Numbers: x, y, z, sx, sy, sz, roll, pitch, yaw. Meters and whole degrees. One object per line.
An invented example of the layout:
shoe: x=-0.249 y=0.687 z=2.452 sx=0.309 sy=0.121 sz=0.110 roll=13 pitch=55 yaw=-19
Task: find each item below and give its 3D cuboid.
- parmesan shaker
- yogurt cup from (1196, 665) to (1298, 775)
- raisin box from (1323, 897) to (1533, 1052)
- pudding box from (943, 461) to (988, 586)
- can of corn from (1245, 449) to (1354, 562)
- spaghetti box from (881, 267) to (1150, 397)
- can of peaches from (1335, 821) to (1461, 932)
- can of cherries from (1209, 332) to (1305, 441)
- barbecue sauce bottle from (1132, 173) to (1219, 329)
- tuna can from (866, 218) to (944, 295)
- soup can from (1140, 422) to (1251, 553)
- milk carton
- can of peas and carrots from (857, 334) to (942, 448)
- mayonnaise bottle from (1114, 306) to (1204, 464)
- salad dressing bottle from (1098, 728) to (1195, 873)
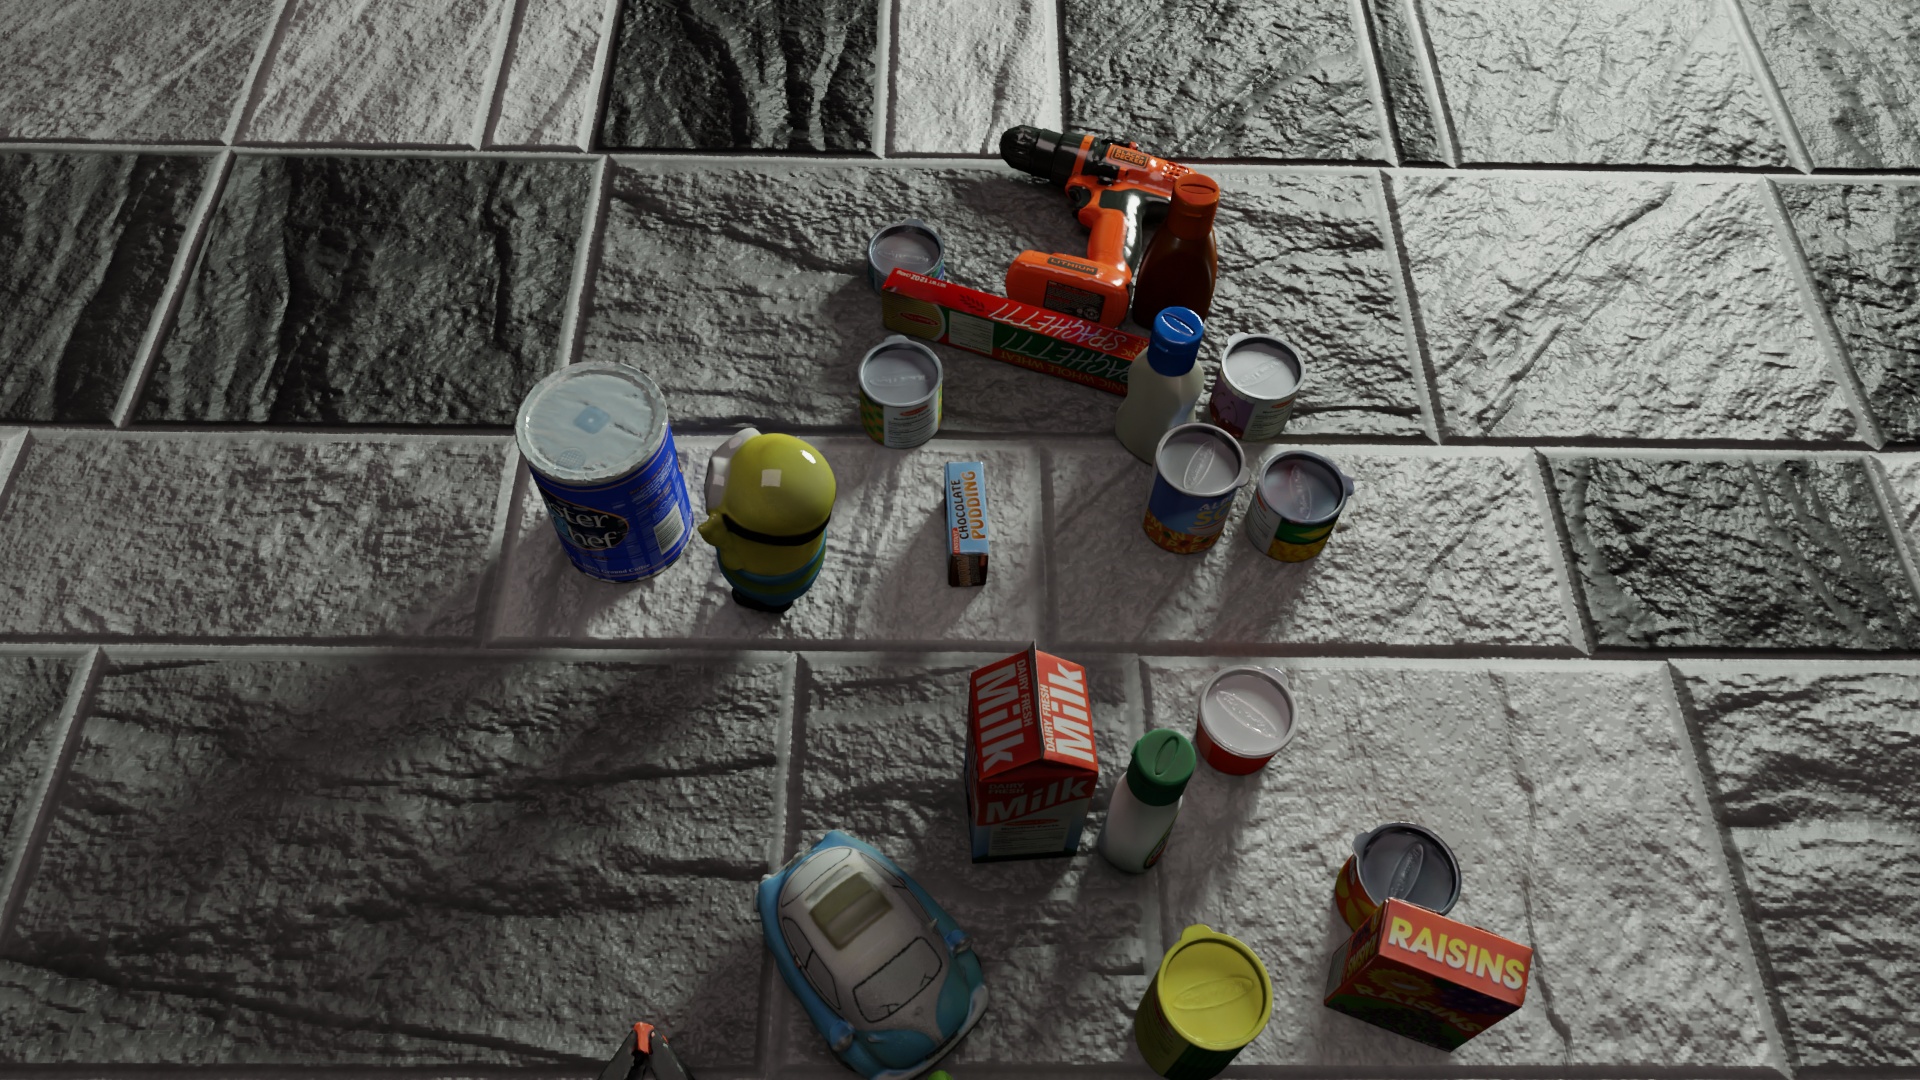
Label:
parmesan shaker: x=0.143 y=0.280 z=0.835 sx=0.071 sy=0.102 sz=0.071 roll=1 pitch=59 yaw=-1
yogurt cup: x=0.194 y=0.128 z=0.959 sx=0.072 sy=0.053 sz=0.073 roll=1 pitch=59 yaw=-1
raisin box: x=0.279 y=0.263 z=0.838 sx=0.086 sy=0.122 sz=0.040 roll=19 pitch=60 yaw=10
pudding box: x=0.004 y=-0.013 z=1.043 sx=0.030 sy=0.049 sz=0.084 roll=-2 pitch=59 yaw=-3
can of corn: x=0.256 y=-0.025 z=1.053 sx=0.071 sy=0.058 sz=0.071 roll=1 pitch=59 yaw=-1
spaghetti box: x=0.057 y=-0.166 z=1.138 sx=0.250 sy=0.050 sz=0.029 roll=17 pitch=60 yaw=9
can of peaches: x=0.281 y=0.222 z=0.901 sx=0.071 sy=0.057 sz=0.071 roll=1 pitch=59 yaw=-1
can of cherries: x=0.236 y=-0.124 z=1.112 sx=0.071 sy=0.058 sz=0.072 roll=1 pitch=59 yaw=-1
barbecue sauce bottle: x=0.179 y=-0.230 z=1.123 sx=0.065 sy=0.147 sz=0.044 roll=8 pitch=59 yaw=4
tuna can: x=-0.046 y=-0.240 z=1.190 sx=0.071 sy=0.032 sz=0.071 roll=1 pitch=58 yaw=-1
soup can: x=0.175 y=-0.037 z=1.042 sx=0.071 sy=0.083 sz=0.071 roll=1 pitch=59 yaw=-1
milk carton: x=0.042 y=0.136 z=0.870 sx=0.073 sy=0.189 sz=0.072 roll=-3 pitch=59 yaw=-3
can of peas and carrots: x=-0.048 y=-0.117 z=1.100 sx=0.071 sy=0.058 sz=0.071 roll=1 pitch=59 yaw=-1
mayonnaise bottle: x=0.155 y=-0.116 z=1.053 sx=0.065 sy=0.147 sz=0.041 roll=38 pitch=65 yaw=19
salad dressing bottle: x=0.119 y=0.165 z=0.879 sx=0.044 sy=0.147 sz=0.064 roll=26 pitch=62 yaw=13
